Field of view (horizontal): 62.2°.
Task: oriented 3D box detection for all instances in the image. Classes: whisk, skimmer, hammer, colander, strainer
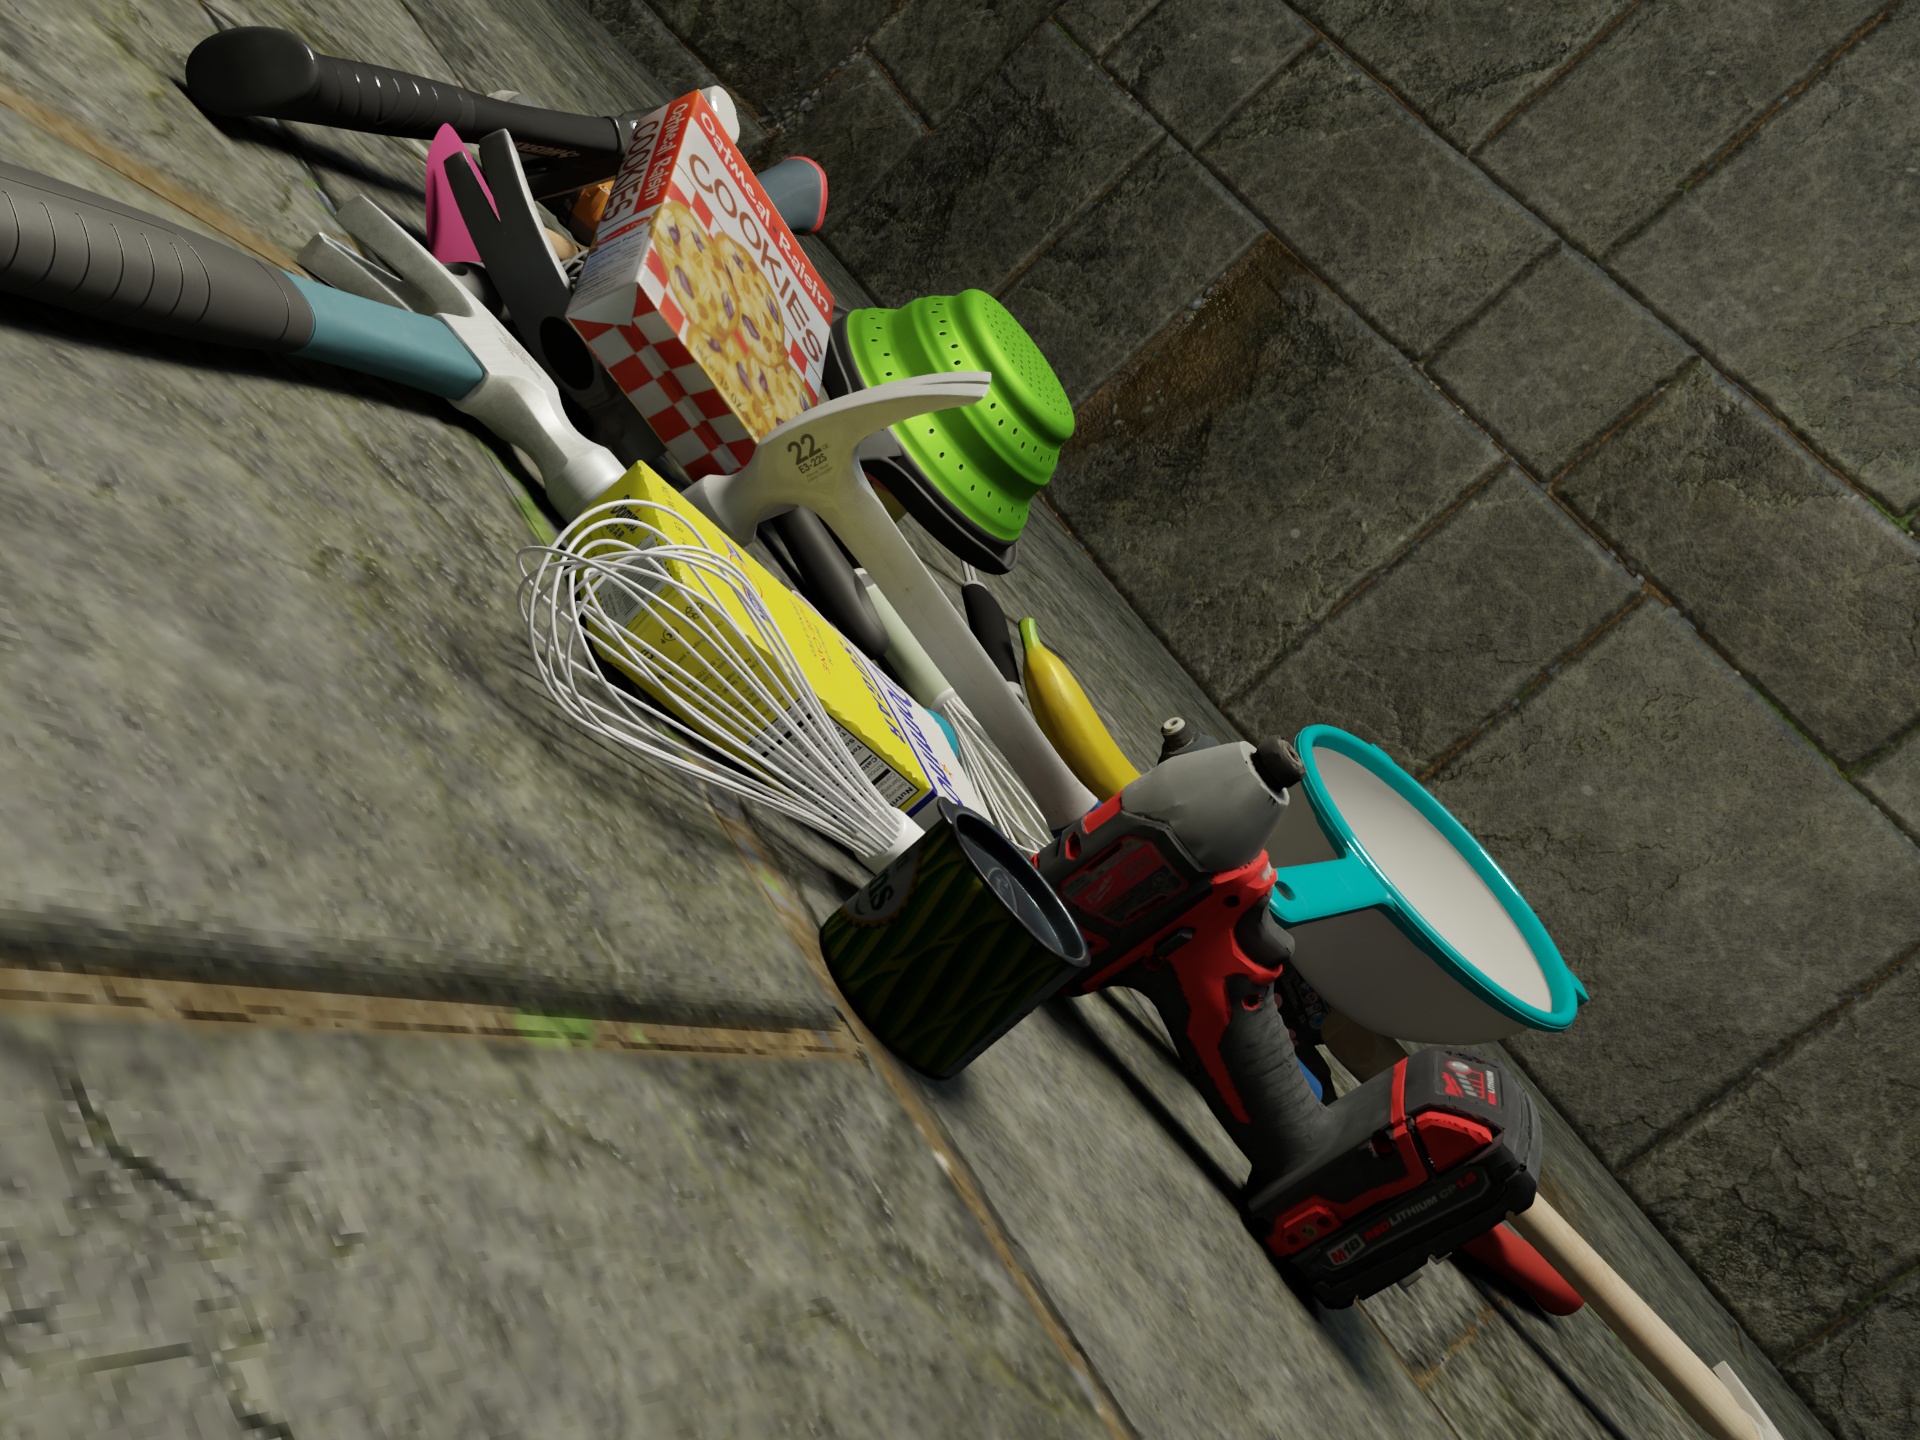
[{"bbox_3d":[-0.040,0.026,0.530,0.284,0.070,0.070,45,10,-43],"label":"whisk"},{"bbox_3d":[-0.021,-0.113,1.178,0.127,0.090,0.364,35,26,-36],"label":"skimmer"},{"bbox_3d":[-0.202,-0.118,0.451,0.128,0.033,0.331,50,11,4],"label":"hammer"},{"bbox_3d":[-0.019,-0.185,0.921,0.204,0.094,0.397,57,21,0],"label":"colander"},{"bbox_3d":[0.361,0.315,0.956,0.410,0.038,0.146,46,10,-8],"label":"hammer"},{"bbox_3d":[0.200,0.107,0.839,0.340,0.095,0.211,3,46,-56],"label":"strainer"},{"bbox_3d":[-0.001,-0.003,0.833,0.247,0.058,0.059,52,-24,36],"label":"whisk"},{"bbox_3d":[0.049,0.031,0.703,0.405,0.144,0.035,53,21,-19],"label":"hammer"},{"bbox_3d":[-0.194,-0.197,0.741,0.055,0.055,0.239,47,15,-4],"label":"whisk"},{"bbox_3d":[-0.118,-0.154,0.867,0.296,0.073,0.073,58,13,15],"label":"whisk"},{"bbox_3d":[0.307,0.310,0.957,0.358,0.036,0.149,39,14,-41],"label":"hammer"},{"bbox_3d":[-0.236,-0.283,0.751,0.335,0.146,0.035,-43,122,-69],"label":"hammer"},{"bbox_3d":[-0.138,-0.256,0.816,0.143,0.038,0.387,64,21,-23],"label":"hammer"}]

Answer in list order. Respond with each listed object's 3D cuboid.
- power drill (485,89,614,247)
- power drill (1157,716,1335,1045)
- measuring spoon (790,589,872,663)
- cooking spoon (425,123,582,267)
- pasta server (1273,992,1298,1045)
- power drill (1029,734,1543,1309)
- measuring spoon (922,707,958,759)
[{"bbox_3d":[-0.207,-0.327,1.026,0.185,0.084,0.226,35,13,-8],"label":"power drill"},{"bbox_3d":[0.200,0.103,1.087,0.171,0.080,0.223,62,2,-26],"label":"power drill"},{"bbox_3d":[-0.056,-0.027,0.778,0.034,0.018,0.124,52,4,29],"label":"measuring spoon"},{"bbox_3d":[-0.223,-0.244,0.795,0.017,0.068,0.319,3,12,-4],"label":"cooking spoon"},{"bbox_3d":[0.151,0.122,0.999,0.316,0.040,0.060,-98,165,-74],"label":"pasta server"},{"bbox_3d":[0.131,0.115,0.653,0.219,0.143,0.078,50,22,-1],"label":"power drill"},{"bbox_3d":[-0.031,0.002,0.738,0.042,0.021,0.128,52,12,20],"label":"measuring spoon"}]
